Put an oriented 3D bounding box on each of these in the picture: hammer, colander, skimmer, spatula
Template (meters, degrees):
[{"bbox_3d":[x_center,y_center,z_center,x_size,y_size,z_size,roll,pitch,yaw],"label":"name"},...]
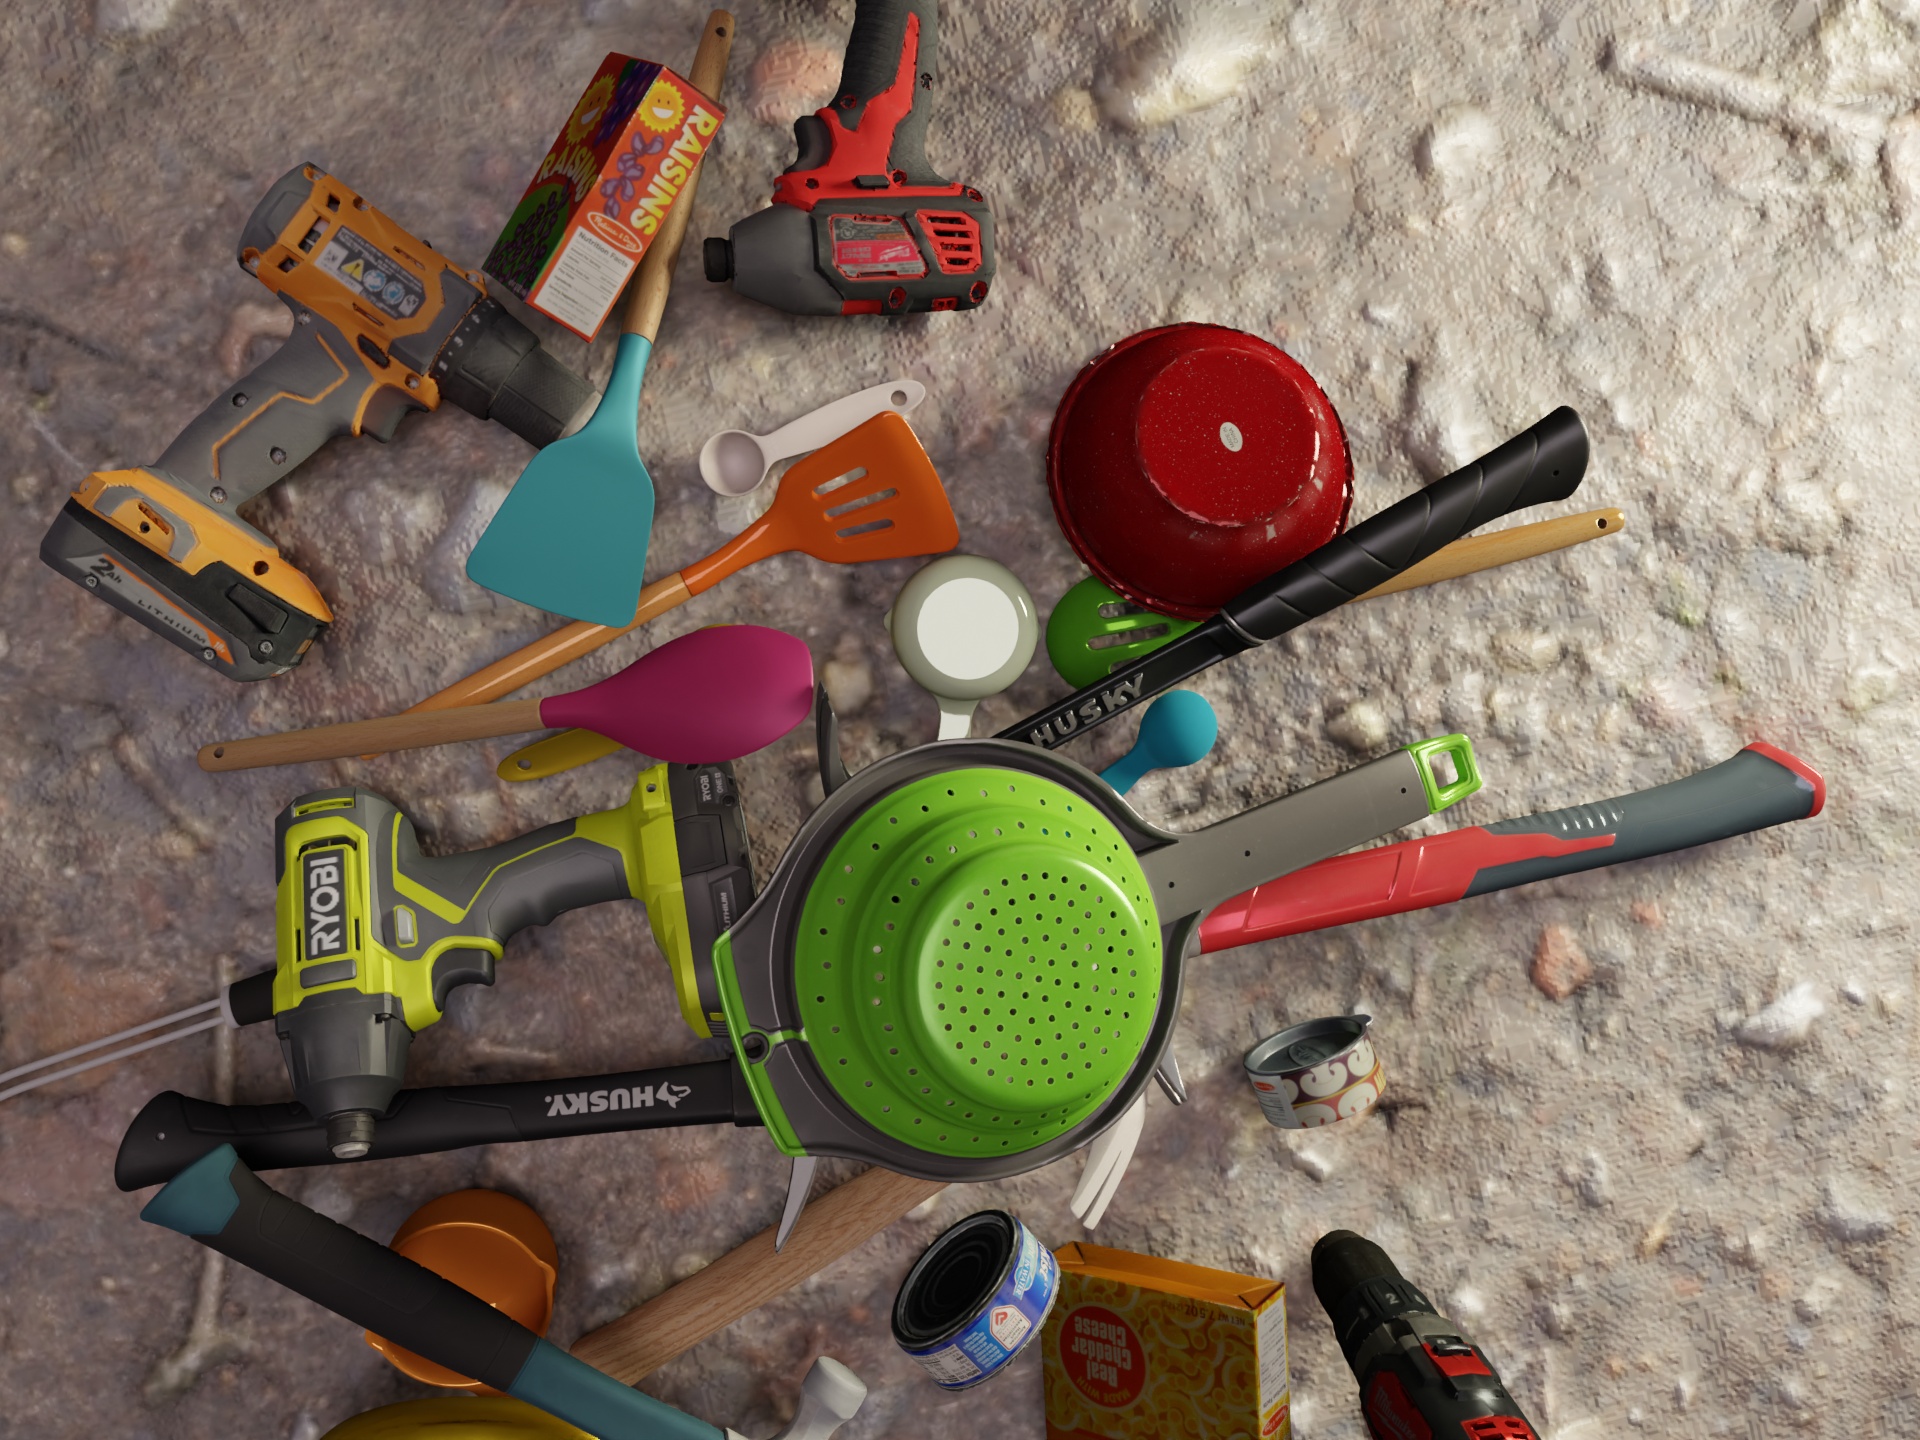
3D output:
[{"bbox_3d":[-0.228,0.196,0.767,0.334,0.035,0.146,-4,66,-7],"label":"hammer"},{"bbox_3d":[0.266,0.088,0.820,0.386,0.038,0.143,-11,73,-6],"label":"hammer"},{"bbox_3d":[0.092,0.082,0.719,0.397,0.094,0.204,-20,93,-17],"label":"colander"},{"bbox_3d":[-0.422,0.150,0.762,0.363,0.090,0.127,-19,62,-5],"label":"skimmer"},{"bbox_3d":[0.117,-0.041,0.769,0.409,0.036,0.149,-29,126,2],"label":"hammer"},{"bbox_3d":[-0.159,-0.055,0.799,0.322,0.041,0.081,-27,118,-1],"label":"spatula"},{"bbox_3d":[-0.054,0.249,0.797,0.331,0.130,0.031,-33,137,5],"label":"hammer"},{"bbox_3d":[-0.213,0.288,0.730,0.331,0.033,0.128,33,80,-10],"label":"hammer"},{"bbox_3d":[-0.157,-0.206,0.779,0.082,0.044,0.318,18,75,-22],"label":"spatula"}]

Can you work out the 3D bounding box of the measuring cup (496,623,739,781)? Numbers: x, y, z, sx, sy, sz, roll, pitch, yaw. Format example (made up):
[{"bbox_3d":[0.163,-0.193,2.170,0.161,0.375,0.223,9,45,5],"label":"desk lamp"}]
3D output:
[{"bbox_3d":[-0.164,-0.006,0.807,0.156,0.029,0.062,-20,129,9],"label":"measuring cup"}]

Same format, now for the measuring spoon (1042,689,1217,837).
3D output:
[{"bbox_3d":[0.083,0.035,0.825,0.128,0.021,0.042,-41,114,1],"label":"measuring spoon"}]

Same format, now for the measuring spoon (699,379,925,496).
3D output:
[{"bbox_3d":[-0.076,-0.147,0.818,0.124,0.018,0.034,-23,93,-10],"label":"measuring spoon"}]

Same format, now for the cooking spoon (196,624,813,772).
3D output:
[{"bbox_3d":[-0.225,0.000,0.772,0.319,0.017,0.069,-7,71,10],"label":"cooking spoon"}]

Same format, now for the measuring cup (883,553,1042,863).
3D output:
[{"bbox_3d":[-0.001,-0.003,0.813,0.083,0.038,0.167,5,92,-4],"label":"measuring cup"}]

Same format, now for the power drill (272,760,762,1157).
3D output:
[{"bbox_3d":[-0.207,0.104,0.756,0.223,0.080,0.171,-10,64,-6],"label":"power drill"}]

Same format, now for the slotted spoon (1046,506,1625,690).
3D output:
[{"bbox_3d":[0.199,-0.072,0.832,0.313,0.031,0.070,-14,97,-5],"label":"slotted spoon"}]

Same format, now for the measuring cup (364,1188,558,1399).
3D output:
[{"bbox_3d":[-0.232,0.318,0.804,0.095,0.052,0.173,-20,104,-3],"label":"measuring cup"}]

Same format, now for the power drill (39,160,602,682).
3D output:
[{"bbox_3d":[-0.299,-0.126,0.770,0.185,0.084,0.226,34,84,-13],"label":"power drill"}]

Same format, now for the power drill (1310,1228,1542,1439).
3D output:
[{"bbox_3d":[0.207,0.390,0.792,0.080,0.188,0.226,5,109,-15],"label":"power drill"}]

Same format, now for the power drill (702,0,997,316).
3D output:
[{"bbox_3d":[-0.062,-0.309,0.777,0.143,0.078,0.219,-6,96,-12],"label":"power drill"}]
